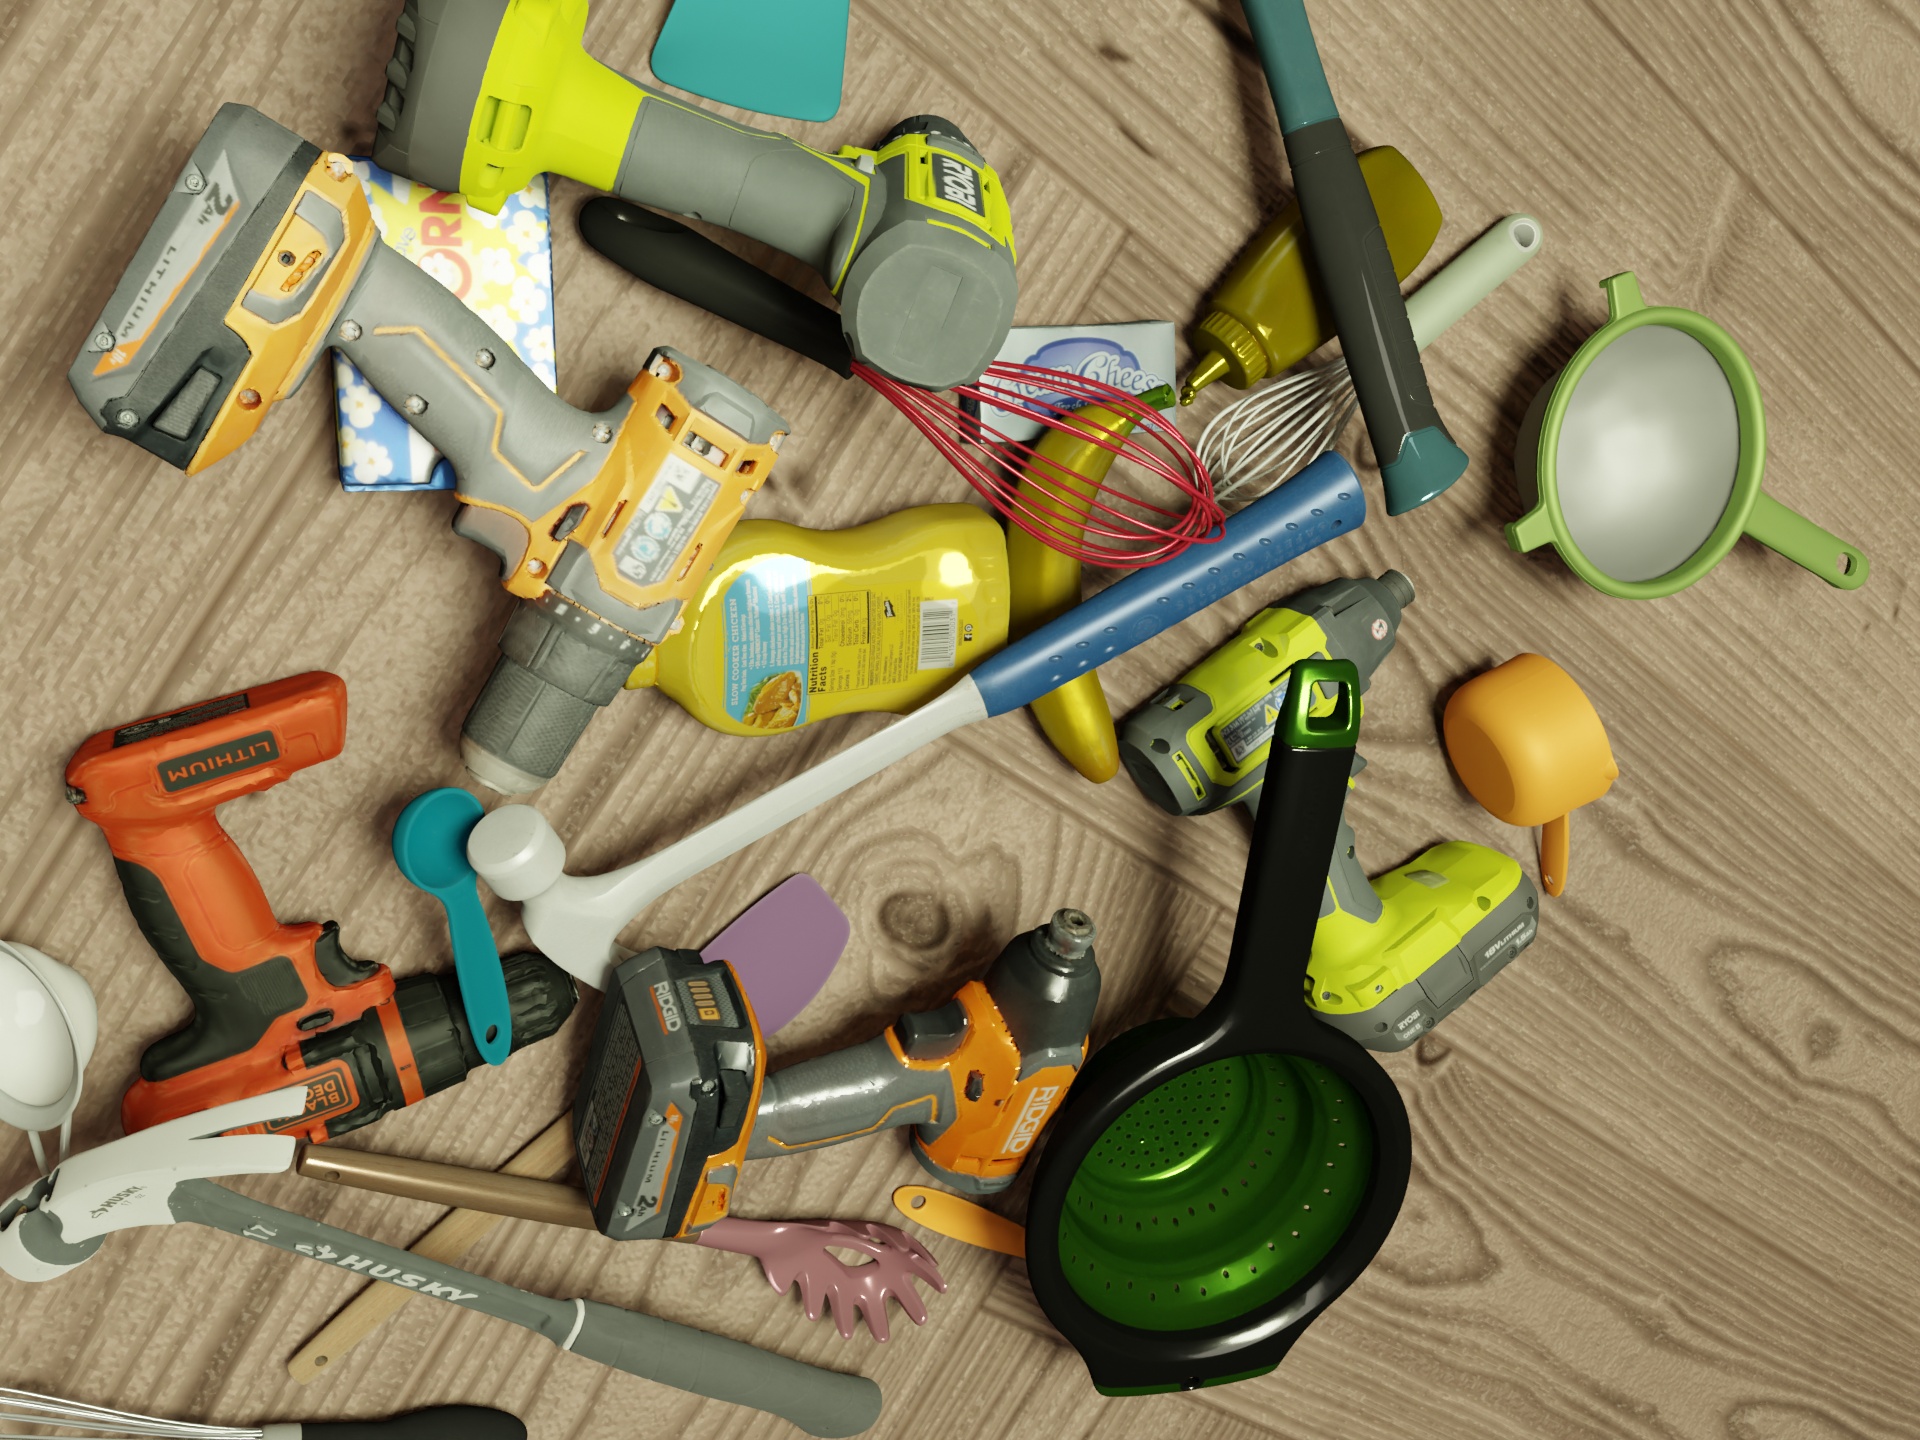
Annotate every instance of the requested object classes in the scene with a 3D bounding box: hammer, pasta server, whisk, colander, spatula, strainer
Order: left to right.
[{"bbox_3d":[-0.393,0.057,0.603,0.087,0.050,0.258,-16,107,28],"label":"strainer"},{"bbox_3d":[-0.328,0.315,0.684,0.284,0.070,0.070,10,98,-29],"label":"whisk"},{"bbox_3d":[-0.178,0.252,0.685,0.149,0.036,0.408,-29,134,27],"label":"hammer"},{"bbox_3d":[-0.177,0.190,0.735,0.316,0.018,0.059,-40,114,-11],"label":"spatula"},{"bbox_3d":[-0.145,0.235,0.733,0.316,0.040,0.060,22,108,-30],"label":"pasta server"},{"bbox_3d":[-0.063,-0.414,0.645,0.082,0.044,0.317,6,95,-23],"label":"spatula"},{"bbox_3d":[-0.024,-0.142,0.653,0.296,0.073,0.073,27,91,1],"label":"whisk"},{"bbox_3d":[-0.001,-0.002,0.697,0.405,0.035,0.143,-29,139,-7],"label":"hammer"},{"bbox_3d":[0.126,0.145,0.783,0.204,0.095,0.397,0,112,-18],"label":"colander"},{"bbox_3d":[0.166,-0.257,0.724,0.128,0.033,0.331,-19,93,-11],"label":"hammer"},{"bbox_3d":[0.207,-0.181,0.796,0.246,0.059,0.058,-40,97,-15],"label":"whisk"},{"bbox_3d":[0.394,-0.126,0.871,0.256,0.069,0.151,20,91,-26],"label":"strainer"}]

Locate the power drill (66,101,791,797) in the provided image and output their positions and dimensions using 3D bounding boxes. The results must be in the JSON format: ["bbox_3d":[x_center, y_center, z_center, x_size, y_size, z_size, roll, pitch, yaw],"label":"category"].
[{"bbox_3d":[-0.199,-0.090,0.588,0.226,0.084,0.185,30,93,-27],"label":"power drill"}]

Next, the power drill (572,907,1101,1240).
[{"bbox_3d":[-0.044,0.150,0.712,0.226,0.084,0.164,1,128,-29],"label":"power drill"}]

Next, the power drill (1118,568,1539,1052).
[{"bbox_3d":[0.203,0.045,0.829,0.171,0.080,0.223,-36,109,-10],"label":"power drill"}]

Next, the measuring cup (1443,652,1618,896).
[{"bbox_3d":[0.309,0.045,0.879,0.052,0.095,0.173,-24,128,-10],"label":"measuring cup"}]

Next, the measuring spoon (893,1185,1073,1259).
[{"bbox_3d":[0.013,0.266,0.837,0.116,0.011,0.021,27,92,-22],"label":"measuring spoon"}]

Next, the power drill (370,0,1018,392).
[{"bbox_3d":[-0.086,-0.220,0.607,0.228,0.191,0.080,19,124,-15],"label":"power drill"}]

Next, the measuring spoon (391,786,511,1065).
[{"bbox_3d":[-0.207,0.085,0.648,0.042,0.021,0.128,-38,129,-50],"label":"measuring spoon"}]
